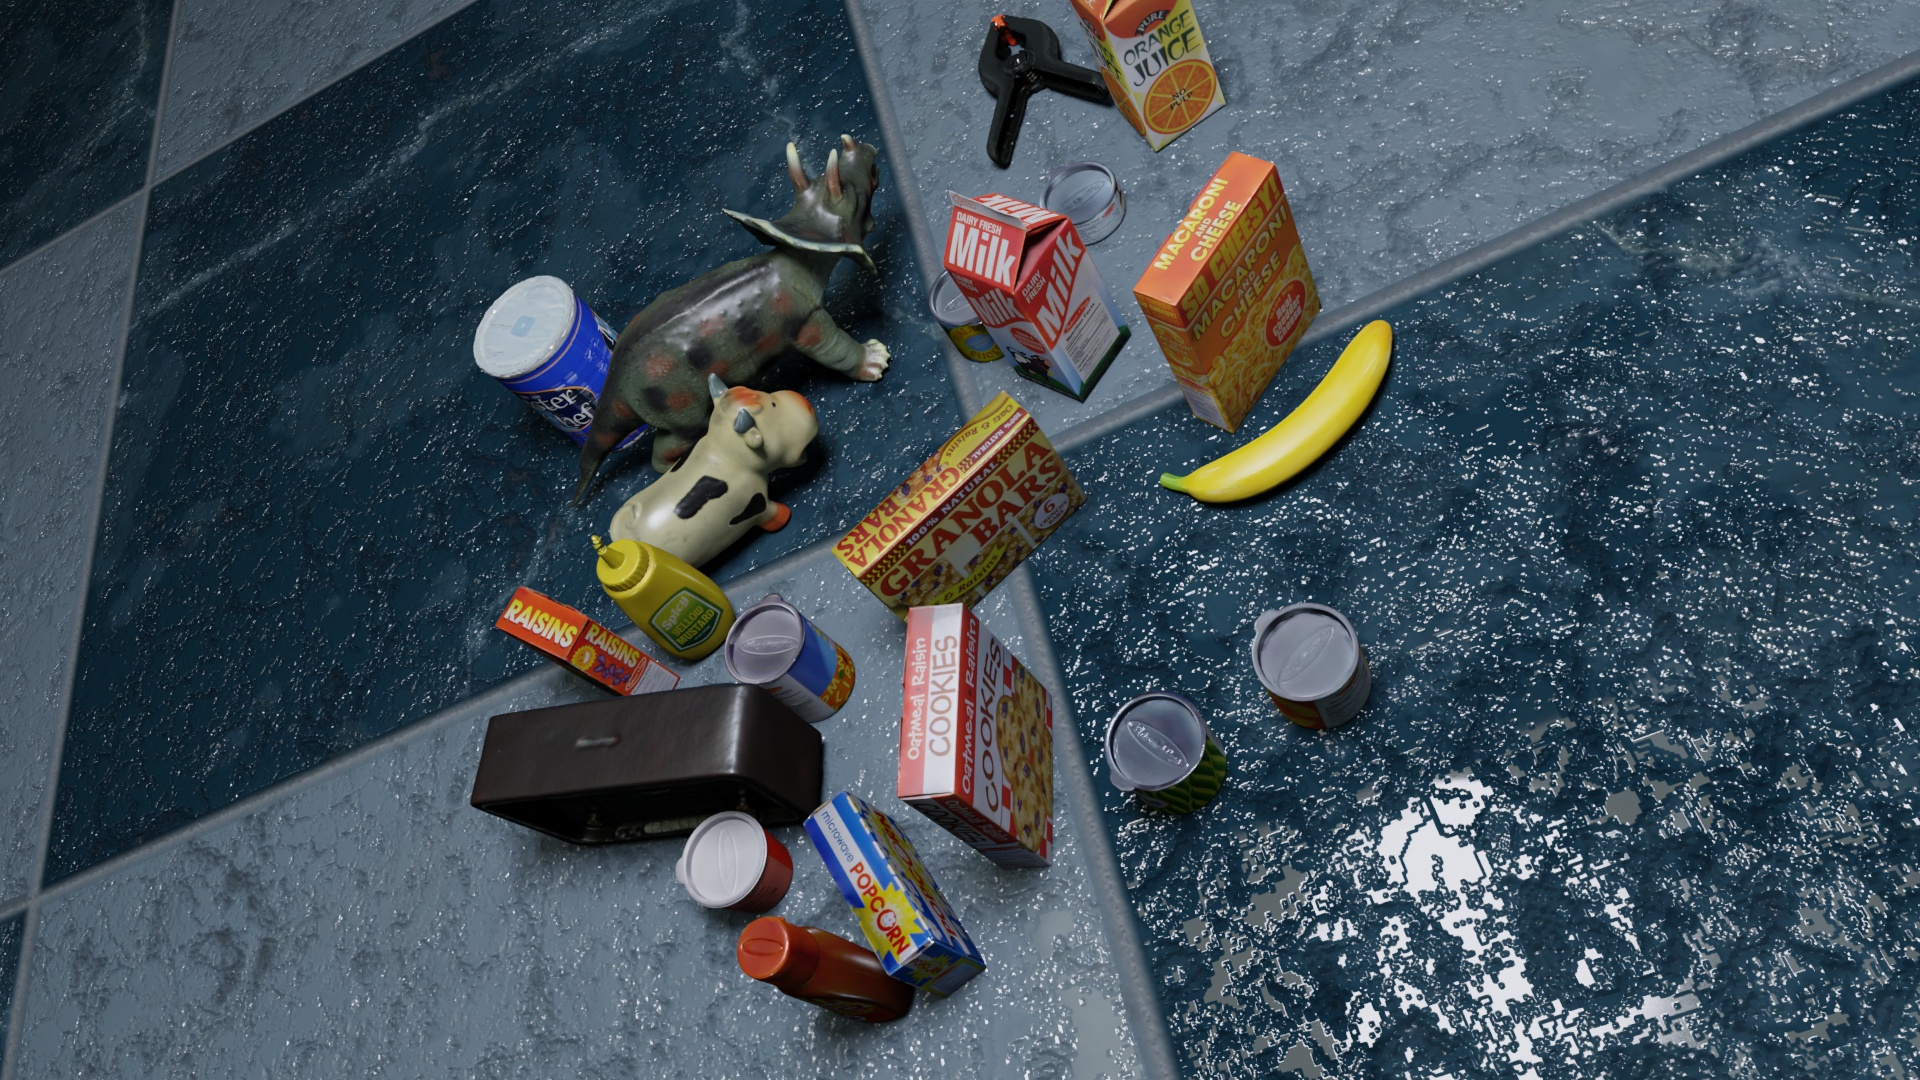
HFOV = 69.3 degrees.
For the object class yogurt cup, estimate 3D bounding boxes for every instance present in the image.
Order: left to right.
[{"bbox_3d":[-0.156,0.232,0.988,0.072,0.053,0.073,-11,59,20],"label":"yogurt cup"}]

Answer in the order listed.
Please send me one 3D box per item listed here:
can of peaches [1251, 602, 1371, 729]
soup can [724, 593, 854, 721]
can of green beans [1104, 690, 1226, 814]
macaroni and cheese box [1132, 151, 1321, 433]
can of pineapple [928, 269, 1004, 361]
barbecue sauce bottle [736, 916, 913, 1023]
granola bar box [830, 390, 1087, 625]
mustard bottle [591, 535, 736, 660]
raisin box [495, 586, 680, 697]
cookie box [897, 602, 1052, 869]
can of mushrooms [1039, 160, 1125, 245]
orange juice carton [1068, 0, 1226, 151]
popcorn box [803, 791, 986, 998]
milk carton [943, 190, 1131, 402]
[{"bbox_3d":[0.223,0.079,0.887,0.071,0.058,0.071,-11,59,20],"label":"can of peaches"},{"bbox_3d":[-0.125,0.088,1.034,0.071,0.083,0.071,-12,59,20],"label":"soup can"},{"bbox_3d":[0.133,0.138,0.898,0.071,0.057,0.071,-11,59,20],"label":"can of green beans"},{"bbox_3d":[0.190,-0.170,0.974,0.040,0.166,0.124,29,79,35],"label":"macaroni and cheese box"},{"bbox_3d":[0.015,-0.186,1.134,0.071,0.057,0.071,-11,59,20],"label":"can of pineapple"},{"bbox_3d":[-0.087,0.270,0.875,0.065,0.148,0.044,-4,62,24],"label":"barbecue sauce bottle"},{"bbox_3d":[0.004,-0.013,1.003,0.165,0.124,0.039,-43,54,-1],"label":"granola bar box"},{"bbox_3d":[-0.235,0.038,1.067,0.065,0.160,0.049,-46,54,-3],"label":"mustard bottle"},{"bbox_3d":[-0.290,0.087,1.090,0.086,0.123,0.040,19,74,33],"label":"raisin box"},{"bbox_3d":[0.013,0.129,0.893,0.040,0.167,0.123,-10,60,21],"label":"cookie box"},{"bbox_3d":[0.102,-0.283,1.161,0.071,0.033,0.071,-11,59,20],"label":"can of mushrooms"},{"bbox_3d":[0.143,-0.413,1.115,0.073,0.192,0.072,-34,54,6],"label":"orange juice carton"},{"bbox_3d":[-0.044,0.232,0.914,0.038,0.085,0.127,-39,54,2],"label":"popcorn box"},{"bbox_3d":[0.053,-0.191,1.036,0.072,0.190,0.073,29,79,35],"label":"milk carton"}]
